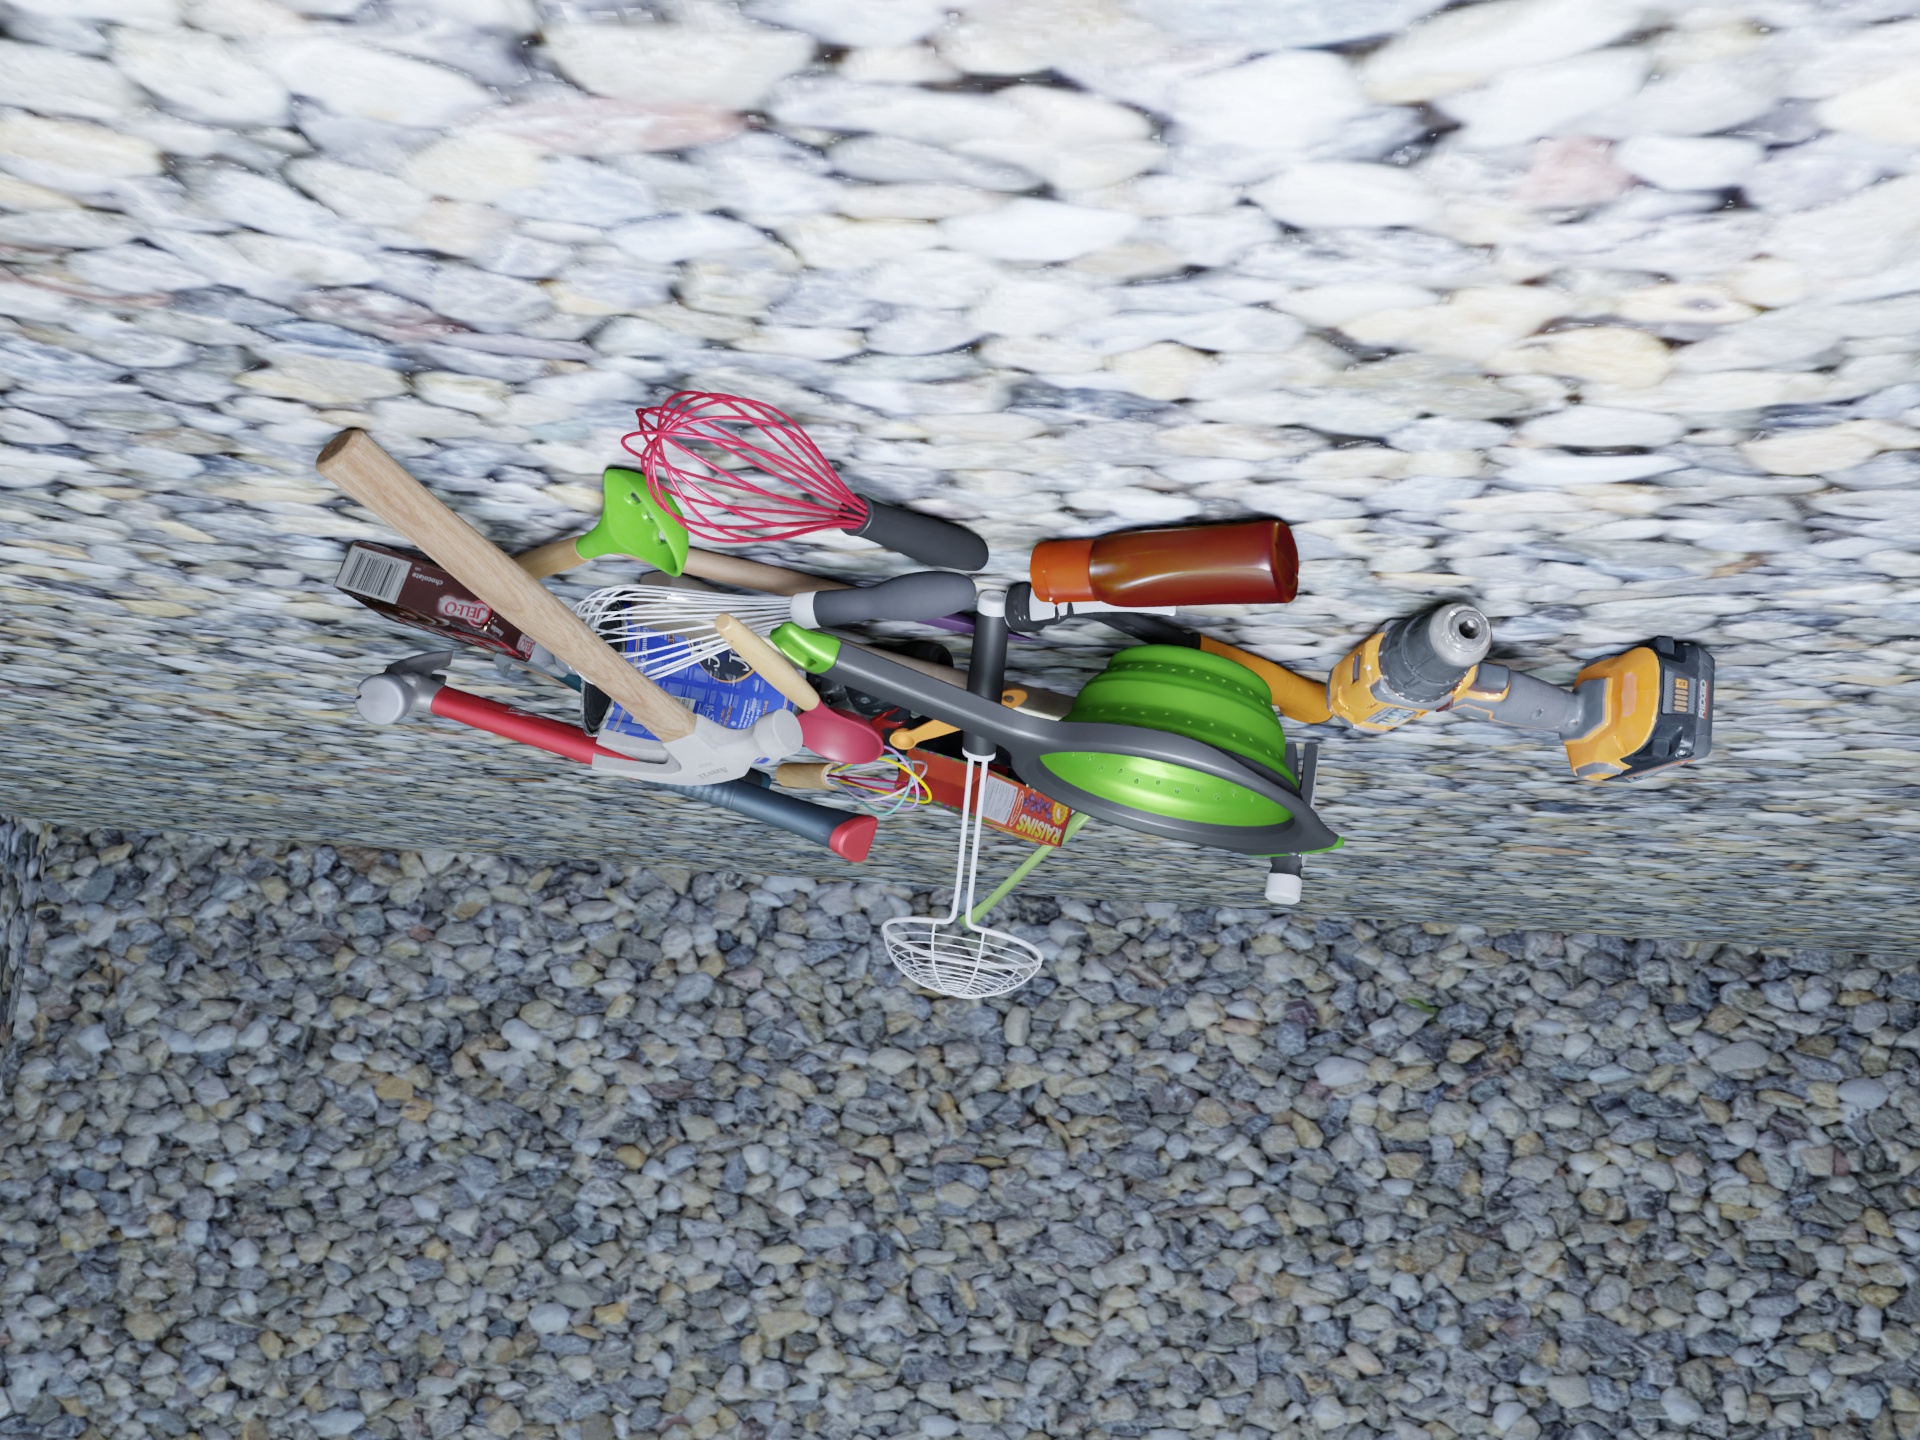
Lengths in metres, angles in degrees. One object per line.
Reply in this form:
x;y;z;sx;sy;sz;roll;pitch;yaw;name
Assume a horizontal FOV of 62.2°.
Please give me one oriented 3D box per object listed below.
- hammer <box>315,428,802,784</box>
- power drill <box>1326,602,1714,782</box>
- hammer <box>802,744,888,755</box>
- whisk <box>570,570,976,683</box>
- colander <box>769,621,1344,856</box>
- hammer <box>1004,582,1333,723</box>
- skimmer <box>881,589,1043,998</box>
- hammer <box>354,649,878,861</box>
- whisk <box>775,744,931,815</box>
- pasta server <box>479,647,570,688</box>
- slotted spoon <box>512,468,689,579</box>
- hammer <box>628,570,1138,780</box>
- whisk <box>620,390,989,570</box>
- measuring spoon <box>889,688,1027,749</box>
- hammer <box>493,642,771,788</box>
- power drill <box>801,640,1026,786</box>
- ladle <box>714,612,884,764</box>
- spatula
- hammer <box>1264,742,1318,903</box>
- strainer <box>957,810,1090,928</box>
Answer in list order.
-0.245;-0.056;0.953;0.130;0.031;0.331;-19;137;29;hammer
0.375;-0.024;1.049;0.226;0.084;0.185;10;167;-3;power drill
-0.031;0.031;1.572;0.408;0.036;0.149;9;167;-18;hammer
-0.125;-0.065;1.002;0.284;0.070;0.070;-5;166;18;whisk
0.071;-0.017;1.016;0.396;0.094;0.204;21;164;-22;colander
0.181;-0.046;1.115;0.127;0.034;0.336;-4;166;40;hammer
0.012;0.061;1.163;0.127;0.363;0.090;9;-151;7;skimmer
-0.249;0.027;1.213;0.386;0.038;0.143;18;-168;0;hammer
-0.090;0.048;1.265;0.047;0.051;0.245;14;172;-29;whisk
-0.330;-0.022;1.422;0.060;0.040;0.316;11;171;25;pasta server
-0.242;-0.106;0.983;0.314;0.031;0.070;-5;121;55;slotted spoon
-0.038;-0.025;1.152;0.410;0.038;0.146;15;145;-19;hammer
-0.066;-0.112;0.838;0.073;0.073;0.295;-3;173;32;whisk
-0.002;-0.004;1.143;0.117;0.011;0.021;-21;133;28;measuring spoon
-0.265;0.001;1.353;0.128;0.033;0.330;11;163;34;hammer
-0.033;-0.005;1.303;0.188;0.080;0.226;-14;155;38;power drill
-0.107;-0.019;1.038;0.069;0.031;0.315;7;168;11;ladle
-0.086;-0.085;1.059;0.315;0.018;0.060;11;-176;-29;spatula
0.244;0.034;1.335;0.035;0.146;0.334;2;157;27;hammer
0.077;0.068;1.357;0.069;0.256;0.151;46;-177;5;strainer
